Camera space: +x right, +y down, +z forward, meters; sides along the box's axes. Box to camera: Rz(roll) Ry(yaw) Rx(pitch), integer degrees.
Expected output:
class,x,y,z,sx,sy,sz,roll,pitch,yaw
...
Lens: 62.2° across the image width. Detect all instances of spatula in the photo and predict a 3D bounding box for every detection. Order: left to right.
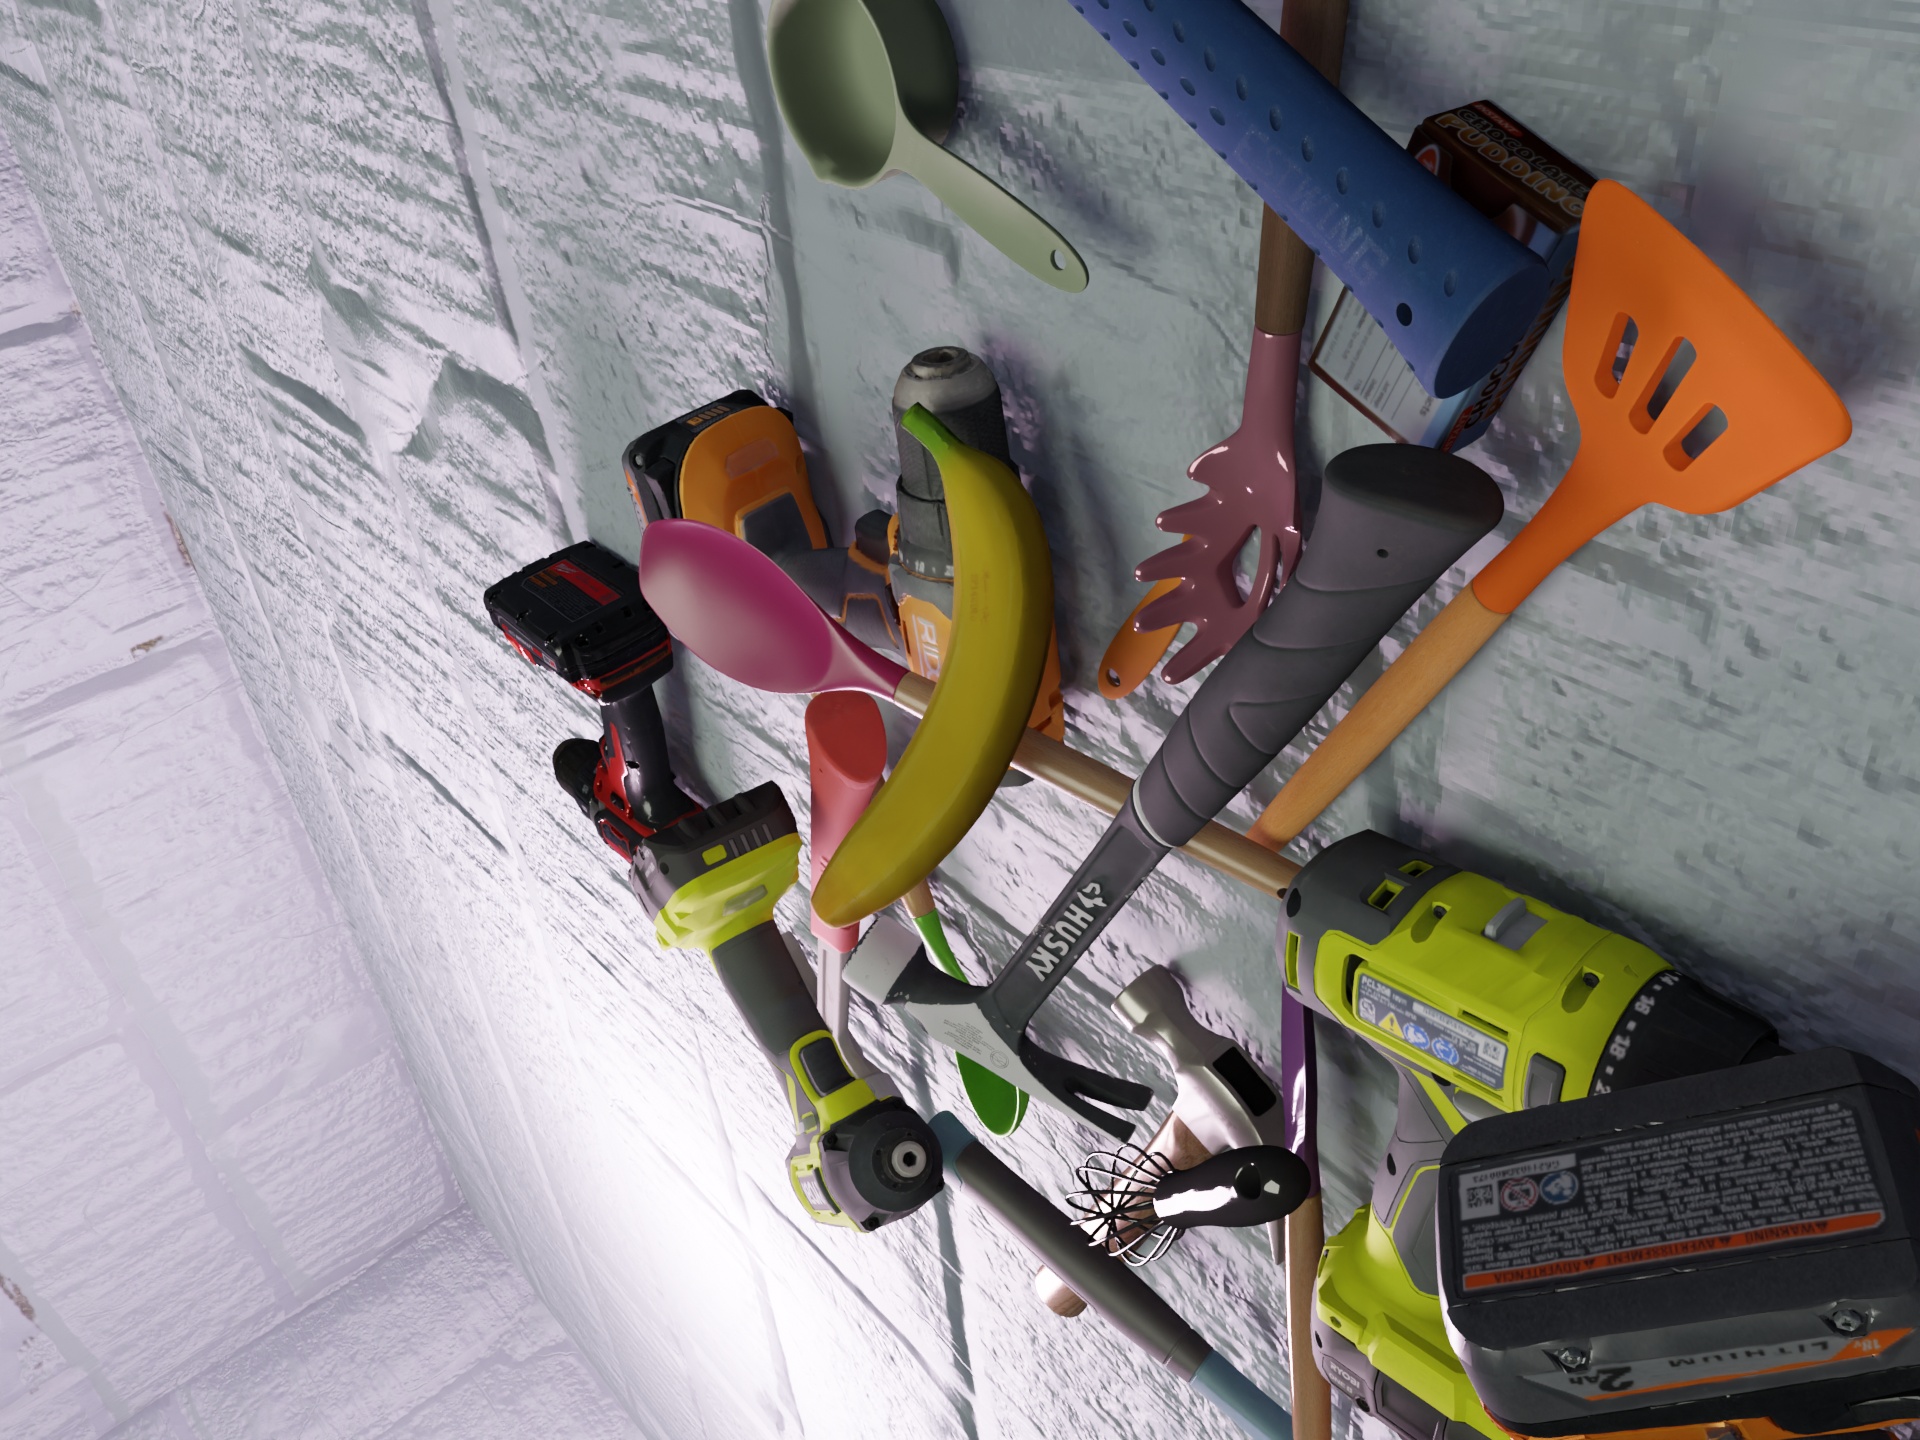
class,x,y,z,sx,sy,sz,roll,pitch,yaw
spatula,0.142,0.215,0.654,0.060,0.018,0.315,-74,-21,-67
spatula,0.144,-0.023,0.485,0.081,0.041,0.322,55,152,18

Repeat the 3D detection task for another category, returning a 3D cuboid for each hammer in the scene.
class,x,y,z,sx,sy,sz,roll,pitch,yaw
hammer,-0.075,0.097,0.896,0.149,0.036,0.358,52,154,29
hammer,0.016,-0.245,0.453,0.406,0.035,0.144,53,150,23
hammer,0.092,0.249,0.818,0.130,0.031,0.331,48,149,21
hammer,0.069,0.046,0.575,0.149,0.036,0.408,34,143,4
hammer,0.108,0.312,0.791,0.331,0.033,0.128,36,149,21

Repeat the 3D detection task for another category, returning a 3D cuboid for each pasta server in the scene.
class,x,y,z,sx,sy,sz,roll,pitch,yaw
pasta server,0.091,-0.139,0.466,0.060,0.040,0.316,35,141,36

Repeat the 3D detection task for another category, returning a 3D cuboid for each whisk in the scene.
class,x,y,z,sx,sy,sz,roll,pitch,yaw
whisk,0.092,0.194,0.655,0.055,0.055,0.239,54,159,10

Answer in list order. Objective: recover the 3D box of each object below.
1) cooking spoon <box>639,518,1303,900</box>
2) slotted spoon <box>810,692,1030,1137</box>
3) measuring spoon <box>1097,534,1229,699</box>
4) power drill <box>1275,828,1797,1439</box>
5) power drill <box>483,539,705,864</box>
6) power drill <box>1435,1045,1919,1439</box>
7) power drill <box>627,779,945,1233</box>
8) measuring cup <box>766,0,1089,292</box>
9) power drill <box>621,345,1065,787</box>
class,x,y,z,sx,sy,sz,roll,pitch,yaw
cooking spoon,-0.001,-0.002,0.633,0.319,0.017,0.068,27,128,18
slotted spoon,-0.029,0.080,0.858,0.070,0.031,0.313,-8,107,61
measuring spoon,0.073,-0.038,0.609,0.021,0.011,0.116,52,150,14
power drill,0.198,0.163,0.535,0.191,0.080,0.228,25,134,40
power drill,-0.239,-0.002,1.062,0.188,0.080,0.226,31,143,41
power drill,0.237,0.190,0.420,0.164,0.084,0.226,-21,120,27
power drill,-0.084,0.152,0.815,0.223,0.080,0.171,62,158,8
measuring cup,-0.003,-0.204,0.555,0.168,0.038,0.083,45,147,21
power drill,-0.052,-0.084,0.695,0.226,0.084,0.185,24,136,40
